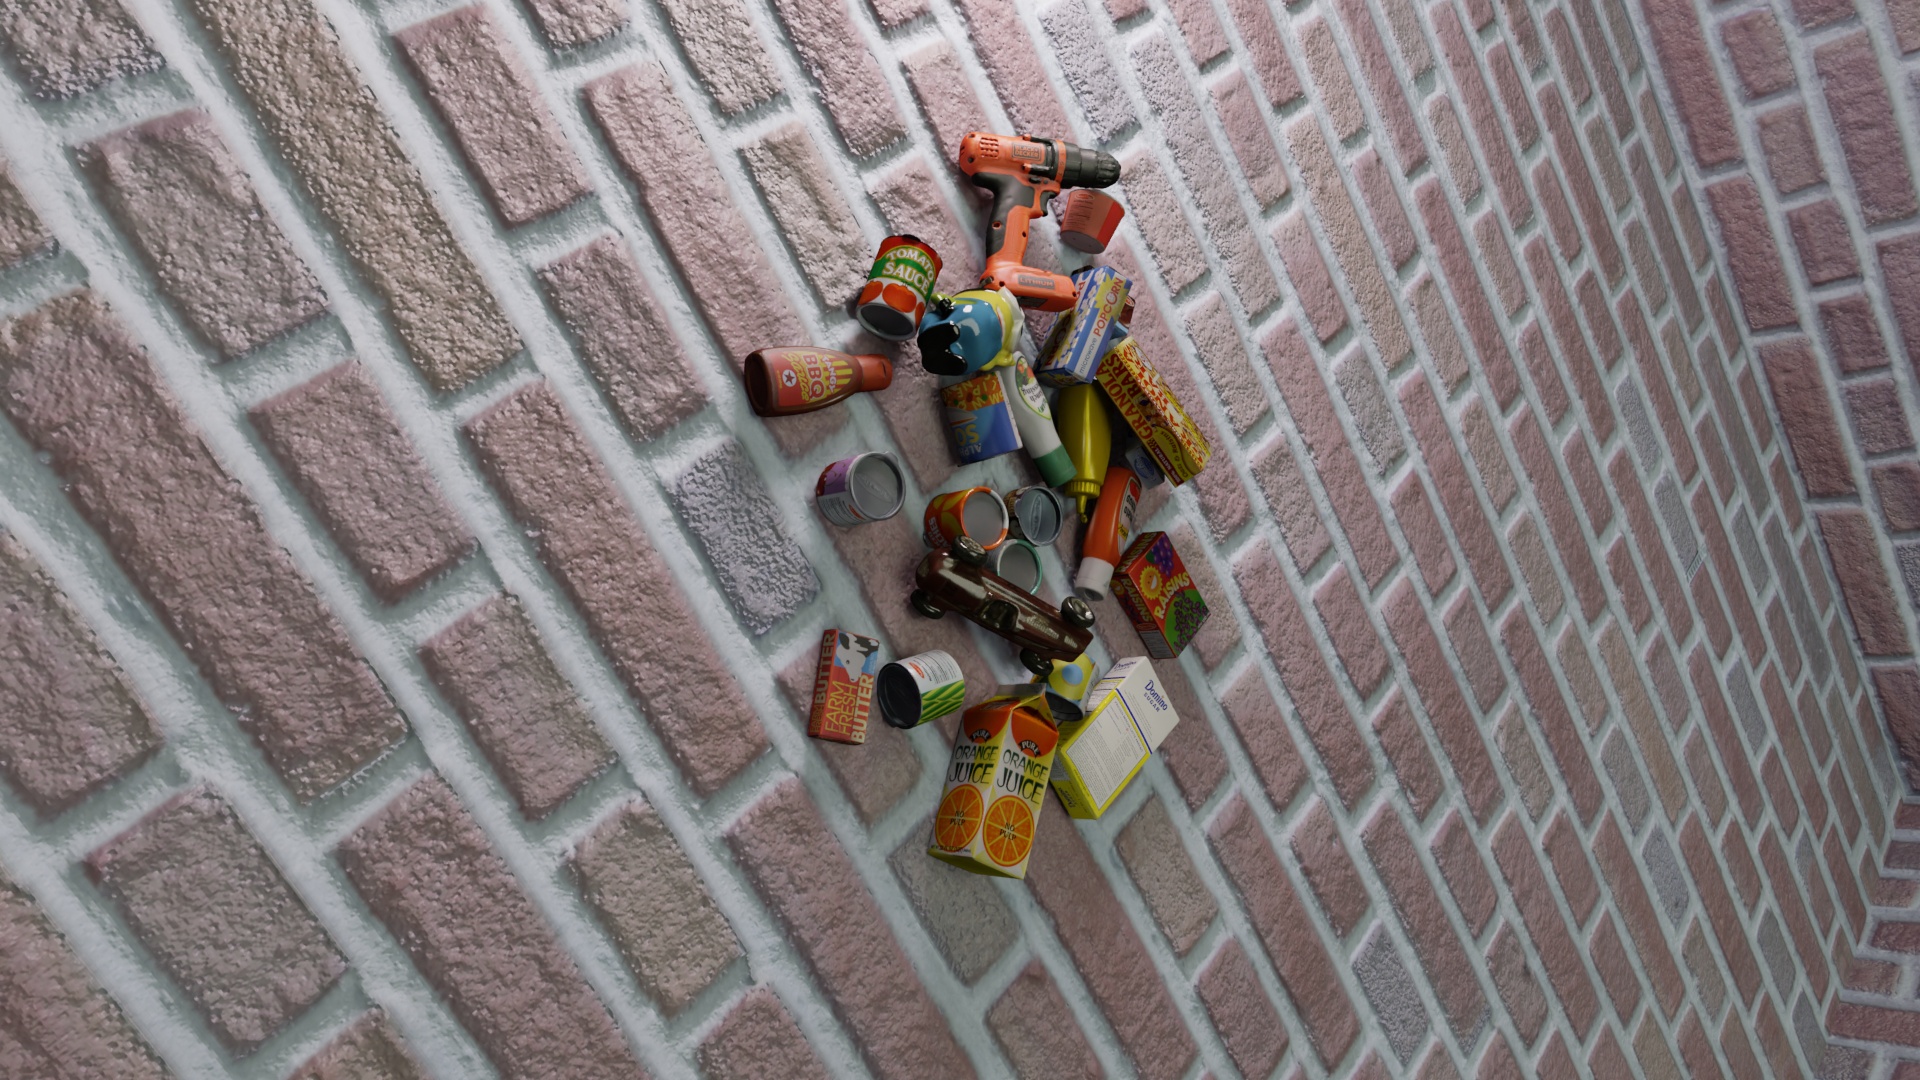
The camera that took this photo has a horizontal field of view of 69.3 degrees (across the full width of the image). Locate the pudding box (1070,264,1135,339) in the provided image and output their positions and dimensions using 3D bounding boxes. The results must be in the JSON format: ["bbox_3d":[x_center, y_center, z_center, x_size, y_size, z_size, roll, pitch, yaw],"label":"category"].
[{"bbox_3d":[0.161,-0.273,1.601,0.083,0.030,0.050,30,64,-34],"label":"pudding box"}]

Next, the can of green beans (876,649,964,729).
[{"bbox_3d":[-0.038,0.143,1.344,0.058,0.071,0.071,-14,93,-41],"label":"can of green beans"}]

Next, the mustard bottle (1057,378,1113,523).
[{"bbox_3d":[0.136,-0.098,1.539,0.065,0.049,0.160,17,73,-51],"label":"mustard bottle"}]

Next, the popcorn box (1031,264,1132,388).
[{"bbox_3d":[0.131,-0.230,1.512,0.038,0.085,0.127,26,81,-22],"label":"popcorn box"}]

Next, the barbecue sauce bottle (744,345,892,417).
[{"bbox_3d":[-0.133,-0.155,1.324,0.149,0.043,0.065,-12,90,-41],"label":"barbecue sauce bottle"}]

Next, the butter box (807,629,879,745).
[{"bbox_3d":[-0.110,0.139,1.311,0.053,0.024,0.104,20,71,-38],"label":"butter box"}]

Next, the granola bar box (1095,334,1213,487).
[{"bbox_3d":[0.216,-0.147,1.563,0.165,0.039,0.124,54,21,-3],"label":"granola bar box"}]

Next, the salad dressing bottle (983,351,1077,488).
[{"bbox_3d":[0.077,-0.128,1.489,0.147,0.044,0.064,62,30,-9],"label":"salad dressing bottle"}]

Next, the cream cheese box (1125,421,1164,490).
[{"bbox_3d":[0.211,-0.104,1.589,0.053,0.024,0.104,55,21,-19],"label":"cream cheese box"}]

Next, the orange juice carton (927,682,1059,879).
[{"bbox_3d":[0.038,0.233,1.392,0.073,0.071,0.193,31,65,-34],"label":"orange juice carton"}]

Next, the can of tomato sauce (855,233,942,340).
[{"bbox_3d":[-0.061,-0.251,1.383,0.071,0.071,0.083,33,64,-32],"label":"can of tomato sauce"}]

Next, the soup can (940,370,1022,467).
[{"bbox_3d":[0.019,-0.126,1.435,0.071,0.071,0.083,-22,98,-40],"label":"soup can"}]

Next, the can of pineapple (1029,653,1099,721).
[{"bbox_3d":[0.106,0.150,1.467,0.071,0.071,0.058,40,59,-29],"label":"can of pineapple"}]

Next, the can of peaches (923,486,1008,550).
[{"bbox_3d":[0.005,-0.018,1.411,0.071,0.058,0.071,7,79,-40],"label":"can of peaches"}]

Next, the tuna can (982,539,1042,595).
[{"bbox_3d":[0.054,0.034,1.461,0.071,0.032,0.071,7,79,-39],"label":"tuna can"}]

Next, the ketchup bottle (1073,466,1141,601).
[{"bbox_3d":[0.163,-0.006,1.548,0.064,0.043,0.149,57,47,-57],"label":"ketchup bottle"}]

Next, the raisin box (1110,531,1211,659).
[{"bbox_3d":[0.229,0.063,1.602,0.086,0.040,0.123,-45,113,-34],"label":"raisin box"}]

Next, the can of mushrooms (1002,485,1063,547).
[{"bbox_3d":[0.074,-0.026,1.487,0.071,0.033,0.071,6,80,-40],"label":"can of mushrooms"}]

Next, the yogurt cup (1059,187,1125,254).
[{"bbox_3d":[0.147,-0.362,1.580,0.072,0.072,0.054,28,79,-34],"label":"yogurt cup"}]

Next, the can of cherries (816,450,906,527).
[{"bbox_3d":[-0.094,-0.050,1.332,0.071,0.058,0.071,7,78,-39],"label":"can of cherries"}]
